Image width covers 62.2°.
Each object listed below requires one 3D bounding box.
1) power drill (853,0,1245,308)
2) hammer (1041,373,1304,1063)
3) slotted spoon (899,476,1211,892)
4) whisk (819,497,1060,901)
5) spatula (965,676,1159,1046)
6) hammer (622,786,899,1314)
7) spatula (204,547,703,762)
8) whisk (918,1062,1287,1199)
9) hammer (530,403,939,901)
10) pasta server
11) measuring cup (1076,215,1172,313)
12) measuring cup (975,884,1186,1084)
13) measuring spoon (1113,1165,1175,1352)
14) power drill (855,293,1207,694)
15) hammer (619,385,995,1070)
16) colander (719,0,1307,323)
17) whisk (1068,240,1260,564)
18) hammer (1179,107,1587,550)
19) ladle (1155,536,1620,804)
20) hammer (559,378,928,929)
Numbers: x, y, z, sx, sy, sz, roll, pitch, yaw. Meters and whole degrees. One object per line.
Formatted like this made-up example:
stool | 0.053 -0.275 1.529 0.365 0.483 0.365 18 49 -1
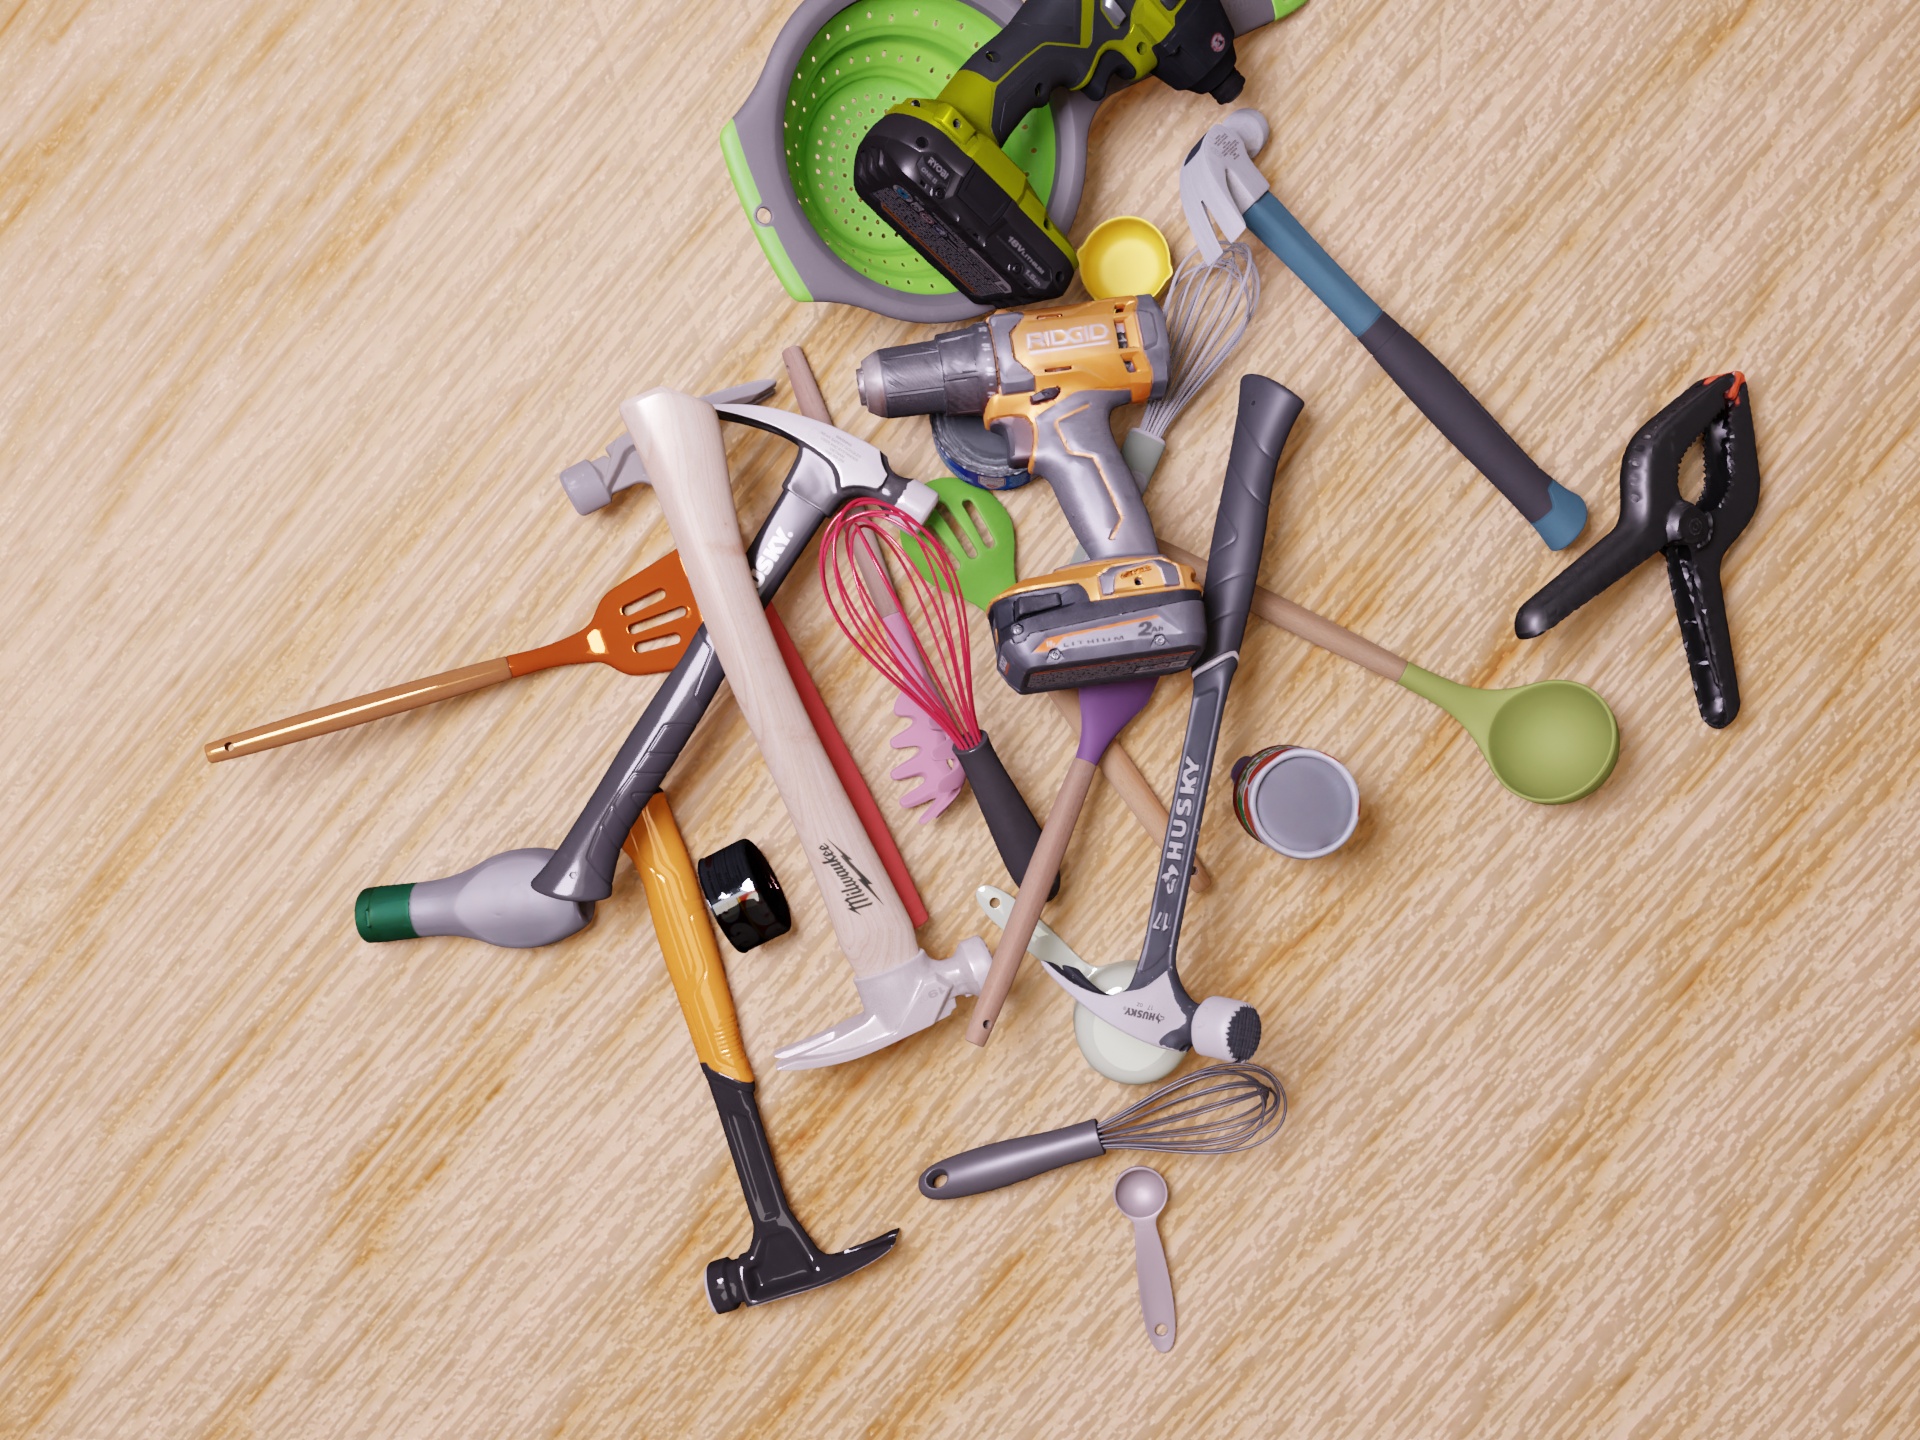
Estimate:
power drill | 0.058 -0.353 0.904 0.171 0.080 0.223 38 82 -26
hammer | 0.145 -0.012 0.946 0.149 0.036 0.409 3 77 48
slotted spoon | 0.065 -0.023 1.006 0.070 0.031 0.314 -35 89 -3
whisk | -0.001 -0.003 0.941 0.073 0.073 0.295 -25 119 4
spatula | 0.065 0.048 0.974 0.059 0.018 0.316 26 78 -19
hammer | -0.149 0.201 1.017 0.127 0.034 0.337 -19 89 5
spatula | -0.309 -0.028 1.001 0.322 0.041 0.081 -18 89 -15
whisk | 0.087 0.264 0.995 0.239 0.055 0.055 -17 89 9
hammer | -0.161 -0.036 0.965 0.146 0.035 0.335 32 89 -3
pasta server | -0.060 -0.090 1.009 0.040 0.060 0.316 -18 85 -30
measuring cup | 0.094 -0.238 1.008 0.062 0.029 0.156 16 102 12
measuring cup | 0.074 0.161 0.997 0.167 0.038 0.083 40 93 1
measuring spoon | 0.120 0.340 1.010 0.034 0.018 0.124 -9 96 2
power drill | 0.042 -0.134 0.928 0.185 0.084 0.226 -8 78 -4
hammer | -0.114 0.007 0.936 0.146 0.038 0.410 -23 101 -7
colander | 0.036 -0.380 0.982 0.397 0.094 0.204 -29 108 -14
whisk | 0.121 -0.184 0.993 0.057 0.059 0.246 22 96 -24
hammer | 0.259 -0.232 0.965 0.331 0.128 0.033 44 136 -4
ladle | 0.250 -0.043 0.978 0.320 0.062 0.078 27 90 6
hammer | -0.106 -0.031 1.007 0.149 0.037 0.359 -27 91 -9
